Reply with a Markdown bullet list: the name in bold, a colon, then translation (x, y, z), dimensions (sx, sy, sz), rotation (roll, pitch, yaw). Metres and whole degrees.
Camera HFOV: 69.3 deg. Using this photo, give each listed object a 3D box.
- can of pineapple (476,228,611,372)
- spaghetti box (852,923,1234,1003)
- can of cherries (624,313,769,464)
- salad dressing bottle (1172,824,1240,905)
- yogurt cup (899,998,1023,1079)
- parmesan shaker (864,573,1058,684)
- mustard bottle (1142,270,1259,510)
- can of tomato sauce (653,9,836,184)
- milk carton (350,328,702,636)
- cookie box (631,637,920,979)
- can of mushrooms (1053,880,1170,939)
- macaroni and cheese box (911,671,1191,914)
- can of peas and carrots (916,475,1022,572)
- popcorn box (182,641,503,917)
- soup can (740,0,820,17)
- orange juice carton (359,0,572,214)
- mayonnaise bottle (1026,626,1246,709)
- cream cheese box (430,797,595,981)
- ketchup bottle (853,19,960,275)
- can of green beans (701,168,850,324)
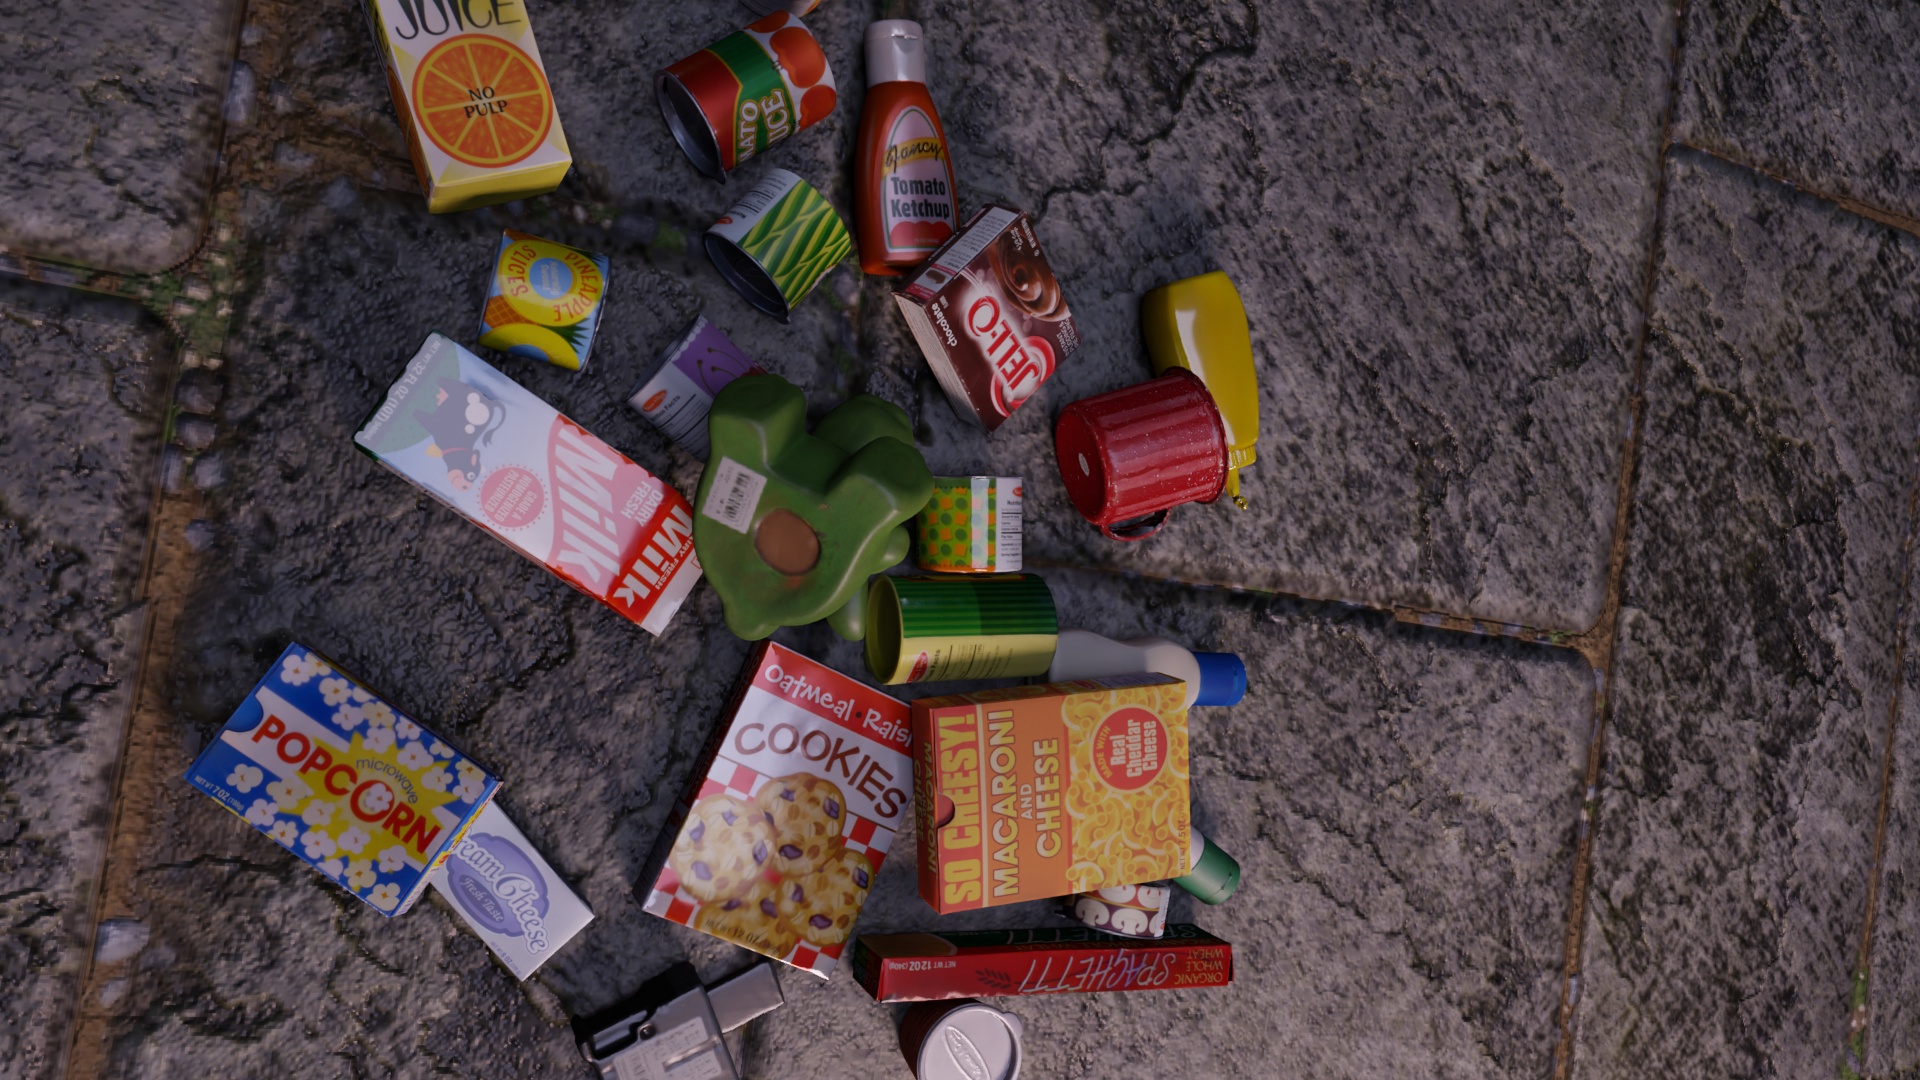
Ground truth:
- **can of pineapple**: translation (-0.226, -0.131, 0.755), dimensions (0.058, 0.071, 0.071), rotation (14, 85, -22)
- **spaghetti box**: translation (0.057, 0.267, 0.883), dimensions (0.250, 0.050, 0.028), rotation (5, 90, -23)
- **can of cherries**: translation (-0.146, -0.087, 0.792), dimensions (0.058, 0.071, 0.071), rotation (40, 76, -18)
- **salad dressing bottle**: translation (0.123, 0.188, 0.915), dimensions (0.147, 0.044, 0.064), rotation (40, 76, -19)
- **yogurt cup**: translation (-0.003, 0.312, 0.856), dimensions (0.072, 0.054, 0.072), rotation (0, 90, -22)
- **parmesan shaker**: translation (-0.001, 0.054, 0.854), dimensions (0.103, 0.071, 0.071), rotation (0, 90, -24)
- **mustard bottle**: translation (0.167, -0.097, 0.931), dimensions (0.065, 0.049, 0.160), rotation (-16, 97, -22)
- **can of tomato sauce**: translation (-0.122, -0.256, 0.800), dimensions (0.083, 0.071, 0.071), rotation (-36, 103, -19)
- **milk carton**: translation (-0.224, -0.027, 0.754), dimensions (0.190, 0.073, 0.072), rotation (37, 77, -19)
- **cookie box**: translation (-0.100, 0.156, 0.824), dimensions (0.123, 0.040, 0.167), rotation (28, 80, -20)
- **can of mushrooms**: translation (0.098, 0.231, 0.892), dimensions (0.071, 0.071, 0.033), rotation (14, 85, -22)
- **macaroni and cheese box**: translation (0.057, 0.150, 0.841), dimensions (0.167, 0.040, 0.123), rotation (-4, 94, -20)
- **can of peas and carrots**: translation (0.003, -0.011, 0.855), dimensions (0.071, 0.071, 0.058), rotation (0, 91, -23)
- **popcorn box**: translation (-0.316, 0.123, 0.719), dimensions (0.127, 0.038, 0.085), rotation (36, 77, -4)
- **soup can**: translation (-0.095, -0.349, 0.803), dimensions (0.071, 0.083, 0.071), rotation (0, 90, -23)
- **orange juice carton**: translation (-0.273, -0.279, 0.735), dimensions (0.073, 0.072, 0.192), rotation (-19, 97, -22)
- **mayonnaise bottle**: translation (0.117, 0.091, 0.914), dimensions (0.148, 0.041, 0.064), rotation (4, 90, -24)
- **cream cheese box**: translation (-0.256, 0.186, 0.767), dimensions (0.053, 0.024, 0.103), rotation (-41, 105, -18)
- **ketchup bottle**: translation (-0.036, -0.239, 0.849), dimensions (0.065, 0.043, 0.148), rotation (-6, 92, -29)
- **can of green beans**: translation (-0.106, -0.173, 0.807), dimensions (0.071, 0.071, 0.058), rotation (46, 74, -16)
